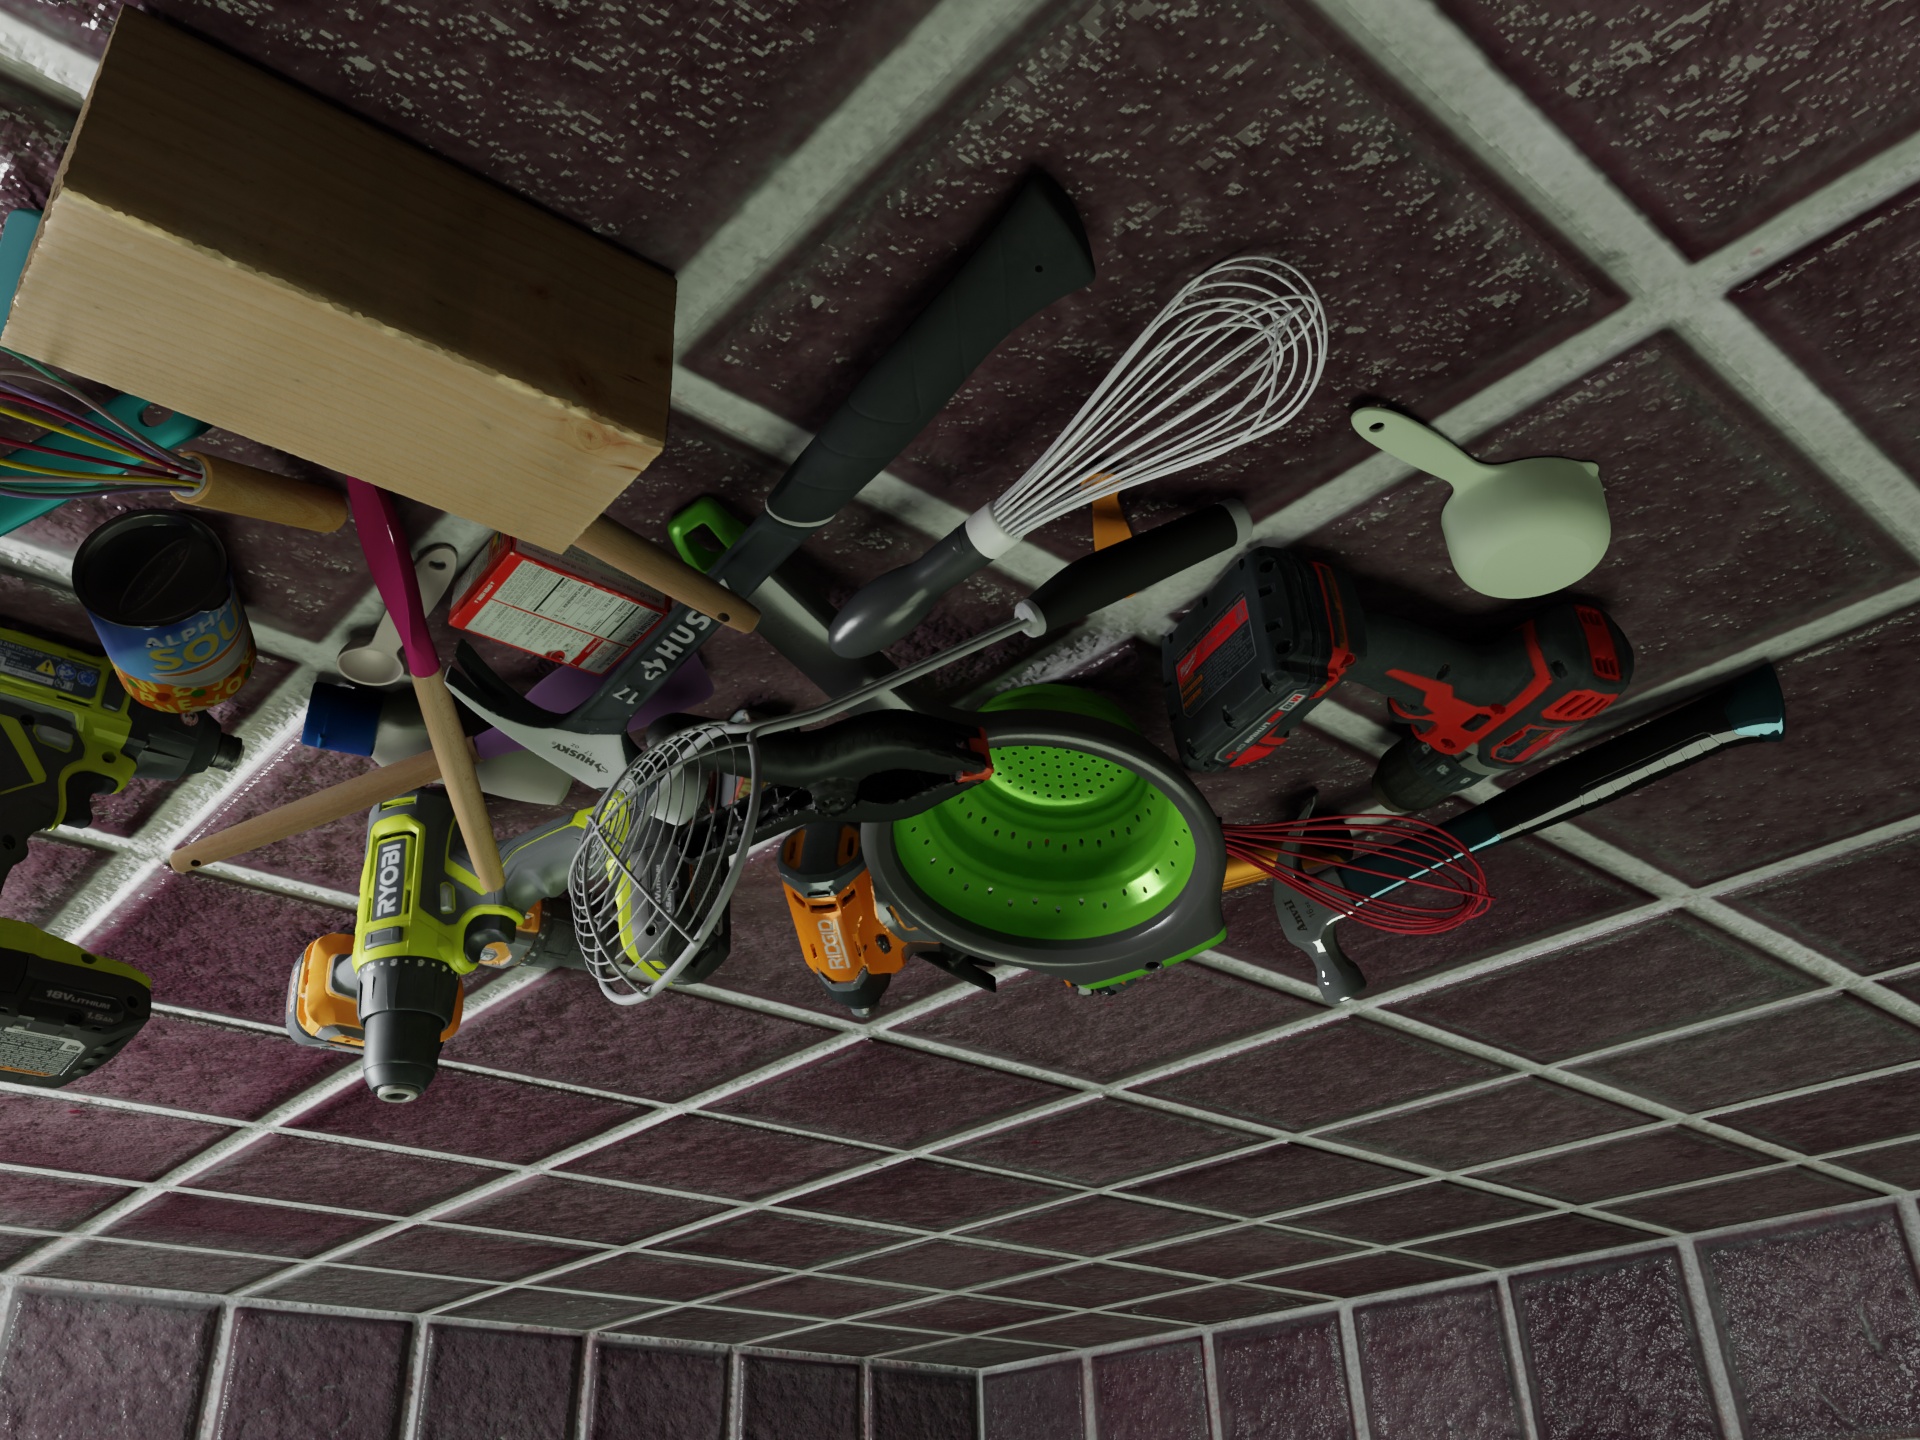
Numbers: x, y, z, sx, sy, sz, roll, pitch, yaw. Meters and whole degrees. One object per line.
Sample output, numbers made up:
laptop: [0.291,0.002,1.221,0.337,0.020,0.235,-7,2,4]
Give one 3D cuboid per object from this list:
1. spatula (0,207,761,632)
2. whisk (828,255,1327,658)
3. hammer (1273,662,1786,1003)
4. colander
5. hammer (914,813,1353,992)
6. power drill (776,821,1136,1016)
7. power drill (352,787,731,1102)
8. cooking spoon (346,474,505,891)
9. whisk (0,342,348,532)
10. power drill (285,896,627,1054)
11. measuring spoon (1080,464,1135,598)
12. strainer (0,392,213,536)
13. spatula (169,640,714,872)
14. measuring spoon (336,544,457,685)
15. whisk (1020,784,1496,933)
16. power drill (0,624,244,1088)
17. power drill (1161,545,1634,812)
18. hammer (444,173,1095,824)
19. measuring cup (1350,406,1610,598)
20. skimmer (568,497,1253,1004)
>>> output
spatula: [-0.226,-0.109,0.657,0.317,0.044,0.082,29,138,-16]
whisk: [0.037,-0.101,0.691,0.070,0.070,0.284,25,136,-38]
hammer: [0.343,0.058,0.980,0.331,0.128,0.033,-29,178,25]
colander: [-0.001,-0.003,0.875,0.204,0.095,0.396,-27,124,31]
hammer: [0.122,0.130,1.147,0.337,0.034,0.127,-19,145,27]
power drill: [0.002,0.137,1.072,0.226,0.084,0.164,-4,129,7]
power drill: [-0.259,0.120,0.959,0.228,0.191,0.080,-13,149,10]
cooking spoon: [-0.267,-0.010,0.809,0.017,0.069,0.318,-25,144,-23]
whisk: [-0.320,-0.103,0.626,0.047,0.051,0.245,8,-179,12]
power drill: [-0.369,0.178,1.164,0.185,0.084,0.226,20,139,-36]
measuring spoon: [0.075,-0.092,0.785,0.021,0.011,0.116,-7,153,10]
strainer: [-0.467,-0.063,0.707,0.340,0.211,0.095,-27,-178,1]
spatula: [-0.290,0.022,0.876,0.316,0.018,0.059,-21,131,3]
measuring spoon: [-0.288,-0.058,0.822,0.034,0.018,0.124,19,137,-32]
whisk: [0.178,0.075,0.978,0.296,0.073,0.073,12,153,14]
power drill: [-0.463,0.061,0.803,0.171,0.223,0.080,23,136,-36]
power drill: [0.225,-0.008,0.875,0.226,0.080,0.187,7,149,-21]
hammer: [-0.086,-0.087,0.709,0.149,0.036,0.409,28,132,-26]
measuring cup: [0.240,-0.101,0.744,0.167,0.038,0.083,19,144,-35]
skimmer: [-0.012,0.004,0.723,0.363,0.127,0.090,-26,113,-18]
